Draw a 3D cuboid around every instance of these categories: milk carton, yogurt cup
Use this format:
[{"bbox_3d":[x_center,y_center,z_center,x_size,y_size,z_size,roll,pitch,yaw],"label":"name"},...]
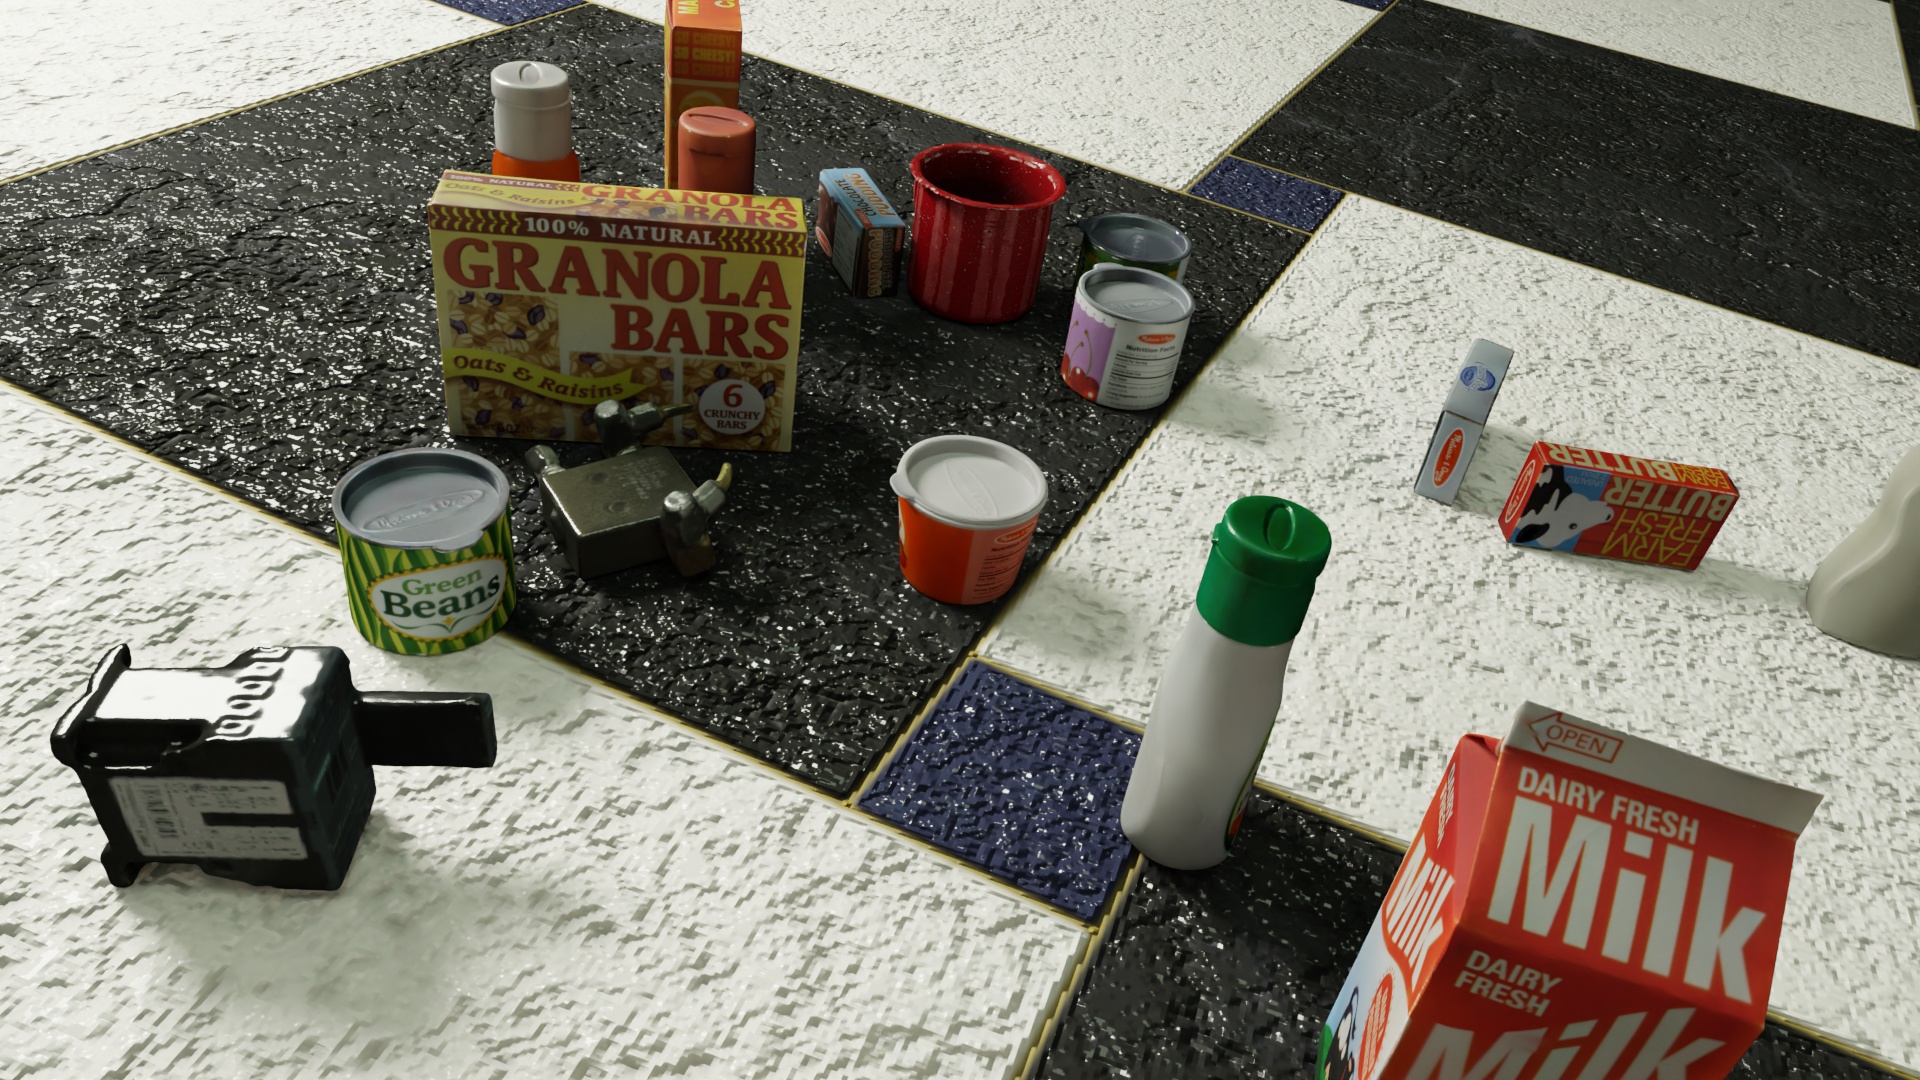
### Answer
[{"bbox_3d":[0.153,0.123,0.379,0.072,0.189,0.074,17,37,10],"label":"milk carton"},{"bbox_3d":[0.002,-0.008,0.631,0.072,0.053,0.073,6,37,-5],"label":"yogurt cup"}]

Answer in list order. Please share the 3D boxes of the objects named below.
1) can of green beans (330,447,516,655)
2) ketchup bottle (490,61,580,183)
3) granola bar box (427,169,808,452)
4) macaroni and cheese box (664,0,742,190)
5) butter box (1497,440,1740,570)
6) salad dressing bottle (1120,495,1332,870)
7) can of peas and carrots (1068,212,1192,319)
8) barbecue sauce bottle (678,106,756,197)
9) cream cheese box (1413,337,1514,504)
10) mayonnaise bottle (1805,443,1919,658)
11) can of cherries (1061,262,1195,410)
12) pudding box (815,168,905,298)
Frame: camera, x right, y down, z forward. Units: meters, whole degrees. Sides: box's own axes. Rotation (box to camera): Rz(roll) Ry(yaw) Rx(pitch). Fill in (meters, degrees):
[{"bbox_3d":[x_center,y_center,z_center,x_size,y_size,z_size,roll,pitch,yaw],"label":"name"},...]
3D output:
[{"bbox_3d":[-0.215,0.004,0.563,0.071,0.057,0.071,6,37,-5],"label":"can of green beans"},{"bbox_3d":[-0.216,-0.167,0.713,0.043,0.148,0.065,-4,39,-17],"label":"ketchup bottle"},{"bbox_3d":[-0.160,-0.107,0.666,0.166,0.123,0.039,2,37,-9],"label":"granola bar box"},{"bbox_3d":[-0.150,-0.232,0.798,0.040,0.165,0.124,1,38,-12],"label":"macaroni and cheese box"},{"bbox_3d":[0.339,-0.017,0.719,0.103,0.052,0.024,8,37,-2],"label":"butter box"},{"bbox_3d":[0.093,0.053,0.493,0.044,0.146,0.064,16,37,9],"label":"salad dressing bottle"},{"bbox_3d":[0.100,-0.160,0.849,0.071,0.058,0.071,6,37,-5],"label":"can of peas and carrots"},{"bbox_3d":[-0.124,-0.141,0.699,0.065,0.147,0.044,11,37,2],"label":"barbecue sauce bottle"},{"bbox_3d":[0.280,-0.068,0.772,0.024,0.053,0.104,23,39,17],"label":"cream cheese box"},{"bbox_3d":[0.469,-0.012,0.663,0.065,0.147,0.041,17,37,10],"label":"mayonnaise bottle"},{"bbox_3d":[0.094,-0.117,0.791,0.071,0.058,0.072,6,37,-5],"label":"can of cherries"},{"bbox_3d":[-0.063,-0.192,0.862,0.030,0.049,0.084,-8,40,-22],"label":"pudding box"}]
